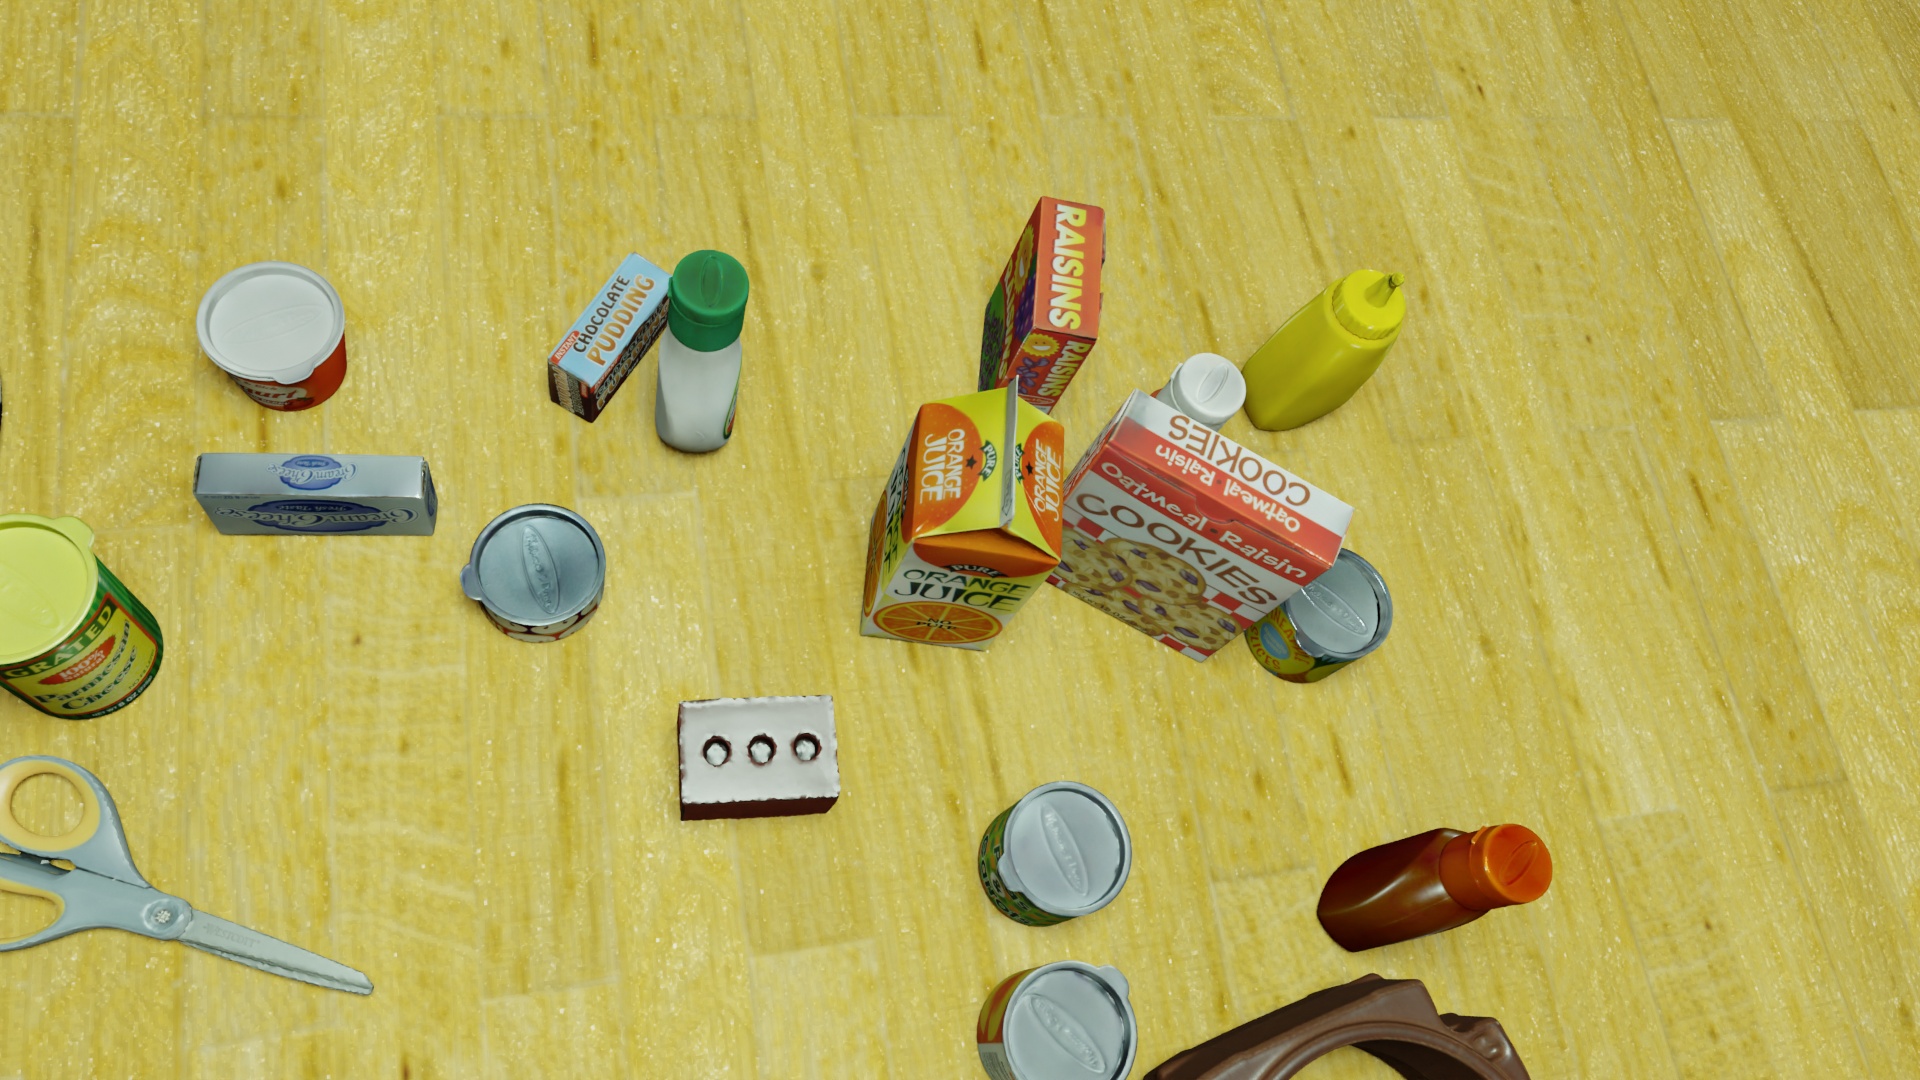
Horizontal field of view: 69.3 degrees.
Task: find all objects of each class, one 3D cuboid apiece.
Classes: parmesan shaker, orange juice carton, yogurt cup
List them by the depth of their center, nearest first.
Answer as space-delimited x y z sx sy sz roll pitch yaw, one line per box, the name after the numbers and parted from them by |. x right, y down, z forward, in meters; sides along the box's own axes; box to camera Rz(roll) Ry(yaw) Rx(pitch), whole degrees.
-0.404 0.035 0.622 0.071 0.102 0.071 5 68 -12 | parmesan shaker
0.002 -0.009 0.691 0.073 0.192 0.072 8 67 -11 | orange juice carton
-0.351 -0.102 0.717 0.072 0.053 0.072 5 68 -12 | yogurt cup

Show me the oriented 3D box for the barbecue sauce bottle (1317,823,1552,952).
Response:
0.238 0.172 0.701 0.065 0.148 0.044 -38 82 -24 | barbecue sauce bottle

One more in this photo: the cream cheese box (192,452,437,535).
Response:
-0.318 -0.022 0.693 0.104 0.053 0.024 0 69 -14 | cream cheese box

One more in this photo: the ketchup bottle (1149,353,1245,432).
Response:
0.109 -0.053 0.759 0.043 0.148 0.065 35 65 1 | ketchup bottle

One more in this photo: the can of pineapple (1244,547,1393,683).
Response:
0.202 0.044 0.794 0.071 0.057 0.071 5 68 -12 | can of pineapple

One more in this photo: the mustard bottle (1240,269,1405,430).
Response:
0.217 -0.116 0.805 0.065 0.159 0.049 -13 73 -18 | mustard bottle

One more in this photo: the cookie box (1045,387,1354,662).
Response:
0.110 0.000 0.728 0.123 0.166 0.040 28 65 -2 | cookie box

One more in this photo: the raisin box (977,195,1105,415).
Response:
0.044 -0.123 0.786 0.040 0.123 0.086 10 67 -10 | raisin box

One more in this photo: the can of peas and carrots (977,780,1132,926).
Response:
0.045 0.162 0.707 0.071 0.058 0.071 5 68 -12 | can of peas and carrots

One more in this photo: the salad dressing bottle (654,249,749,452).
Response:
-0.134 -0.095 0.717 0.044 0.147 0.064 4 68 -12 | salad dressing bottle

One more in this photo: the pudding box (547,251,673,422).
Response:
-0.191 -0.112 0.763 0.030 0.049 0.084 31 65 -1 | pudding box

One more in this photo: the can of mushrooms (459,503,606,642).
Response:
-0.219 0.018 0.713 0.071 0.033 0.071 5 68 -12 | can of mushrooms

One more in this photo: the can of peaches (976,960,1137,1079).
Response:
0.047 0.239 0.677 0.071 0.057 0.071 5 68 -12 | can of peaches
